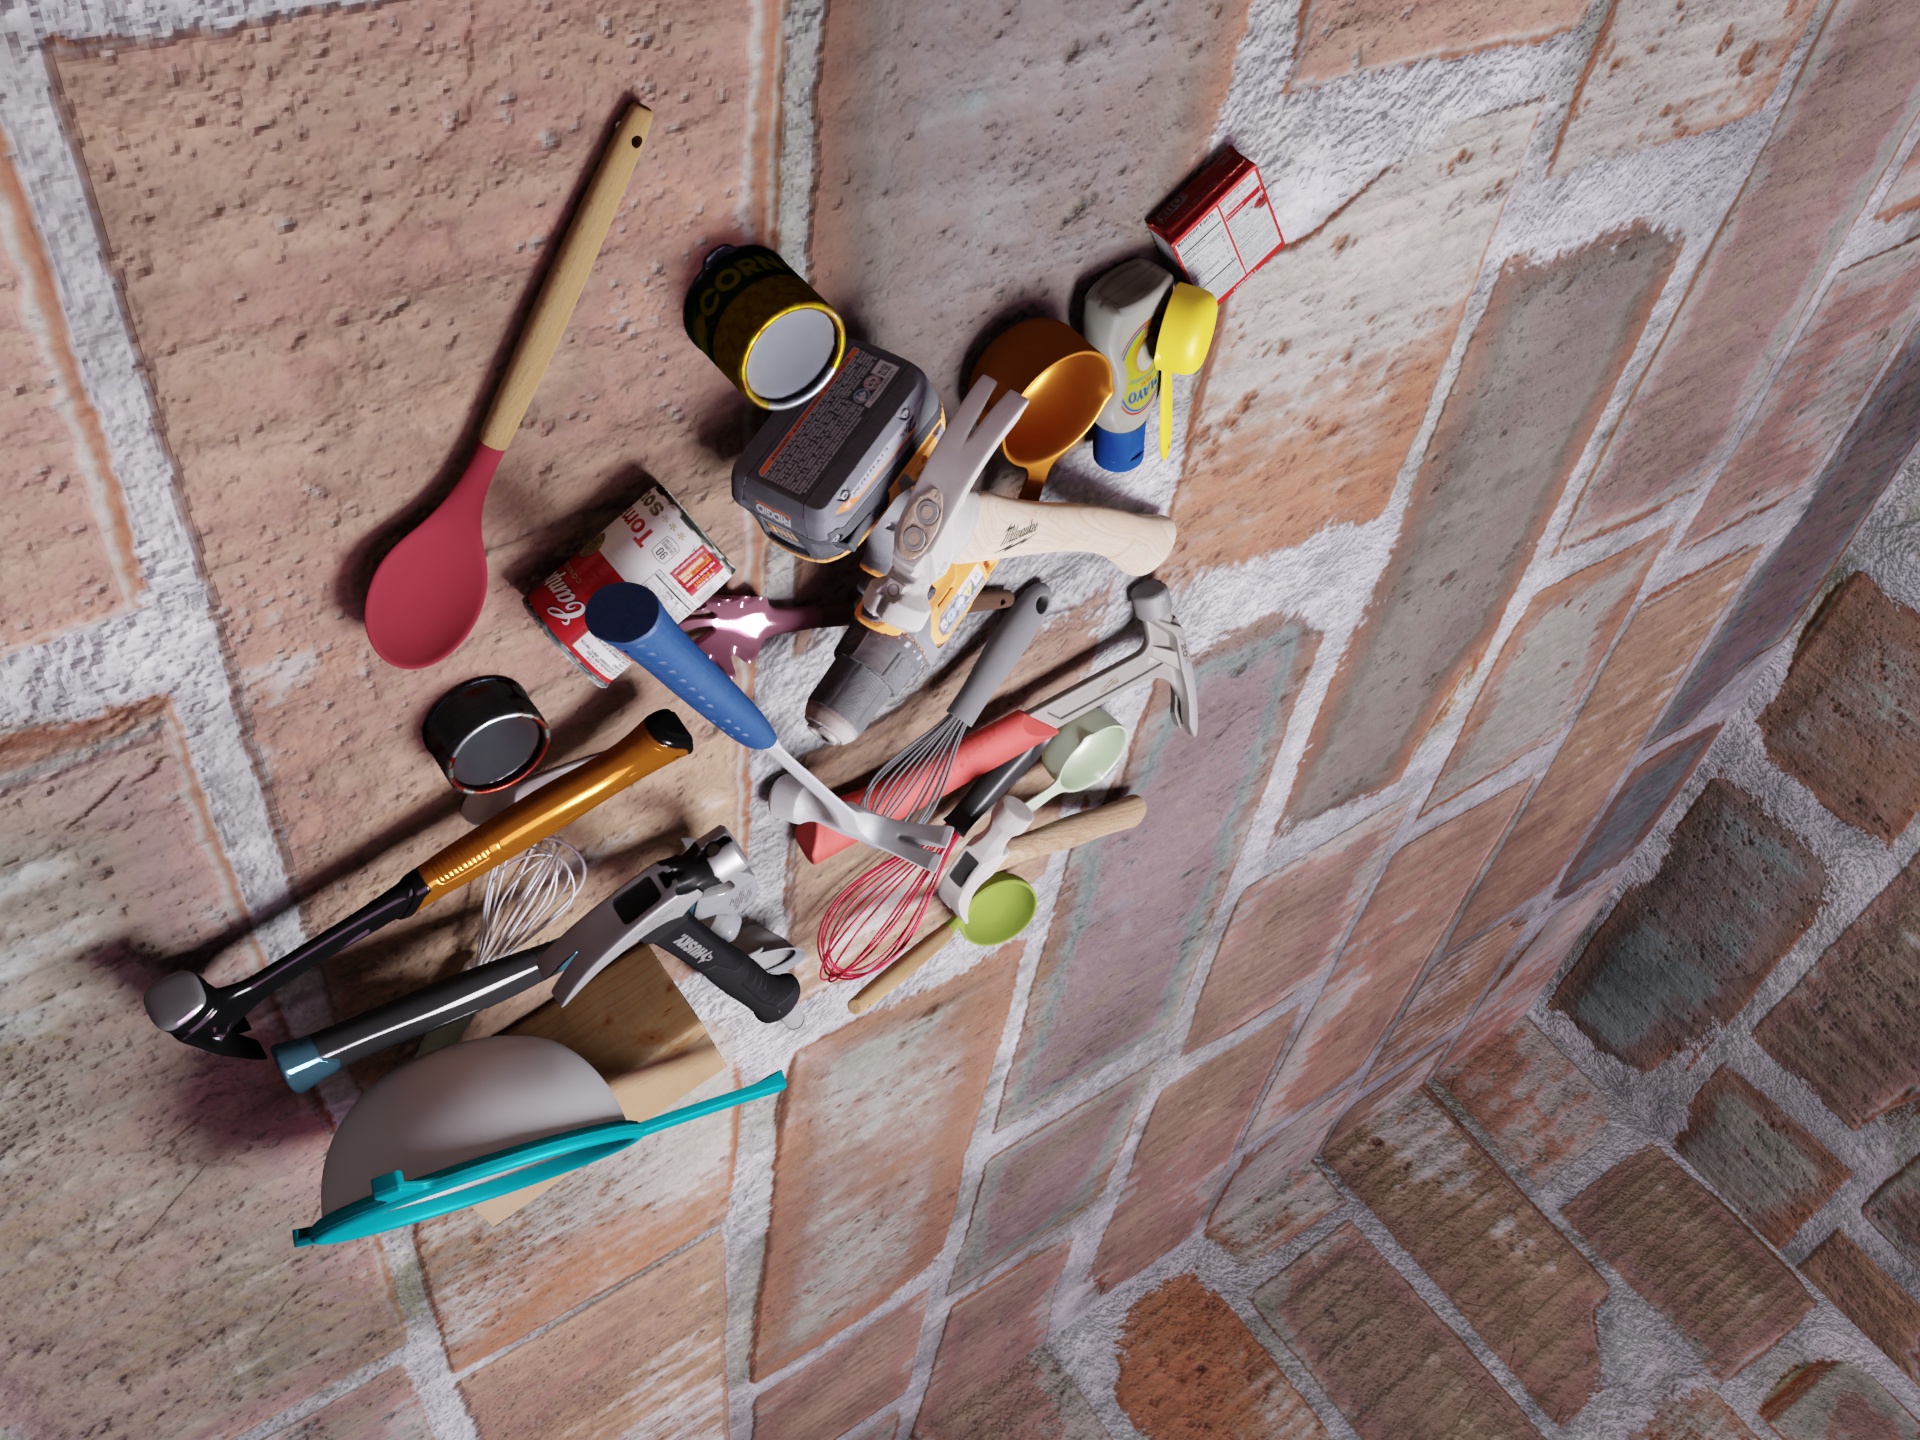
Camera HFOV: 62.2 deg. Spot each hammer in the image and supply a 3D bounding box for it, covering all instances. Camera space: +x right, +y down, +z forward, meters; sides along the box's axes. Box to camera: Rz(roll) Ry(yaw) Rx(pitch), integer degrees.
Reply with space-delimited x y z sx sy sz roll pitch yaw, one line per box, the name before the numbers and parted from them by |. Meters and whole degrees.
hammer | 0.034 0.025 1.276 0.359 0.037 0.149 -28 125 -17
hammer | -0.177 0.170 1.116 0.146 0.035 0.334 -35 158 -5
hammer | 0.072 -0.135 1.050 0.146 0.038 0.410 -62 161 17
hammer | 0.082 0.103 1.389 0.130 0.031 0.331 -53 160 23
hammer | -0.278 0.161 1.039 0.331 0.033 0.128 -21 153 -32
hammer | -0.311 0.095 0.966 0.337 0.034 0.127 -32 165 -13
hammer | -0.115 0.014 0.980 0.035 0.144 0.405 -67 160 -13

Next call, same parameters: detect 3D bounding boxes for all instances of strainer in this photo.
strainer | -0.161 0.219 1.330 0.087 0.050 0.258 -16 152 -2
strainer | -0.272 0.253 1.072 0.340 0.095 0.211 -9 162 -40

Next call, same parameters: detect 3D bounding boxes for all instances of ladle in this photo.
ladle | -0.013 0.196 1.353 0.078 0.062 0.320 -59 167 21
ladle | -0.224 -0.160 0.793 0.069 0.031 0.315 1 127 -52

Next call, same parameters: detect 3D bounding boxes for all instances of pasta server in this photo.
pasta server | -0.072 -0.069 1.069 0.316 0.040 0.060 -10 122 -44

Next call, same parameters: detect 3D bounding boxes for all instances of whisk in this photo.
whisk | -0.019 0.105 1.333 0.296 0.073 0.073 -49 149 -2
whisk | -0.320 0.165 1.077 0.059 0.058 0.246 22 121 -23
whisk | -0.003 -0.005 1.194 0.239 0.055 0.055 -56 149 -3

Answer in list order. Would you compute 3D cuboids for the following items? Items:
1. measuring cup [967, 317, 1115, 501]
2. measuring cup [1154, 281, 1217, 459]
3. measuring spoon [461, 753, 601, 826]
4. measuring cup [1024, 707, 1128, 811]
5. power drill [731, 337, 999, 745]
measuring cup | 0.038 -0.184 1.037 0.095 0.052 0.173 -24 151 -30
measuring cup | 0.150 -0.225 1.065 0.156 0.029 0.062 81 29 -59
measuring spoon | -0.257 0.043 1.018 0.124 0.018 0.034 -20 143 -34
measuring cup | 0.069 0.049 1.378 0.167 0.038 0.083 -36 149 -6
power drill | -0.059 -0.098 0.970 0.185 0.084 0.226 -55 153 -13
